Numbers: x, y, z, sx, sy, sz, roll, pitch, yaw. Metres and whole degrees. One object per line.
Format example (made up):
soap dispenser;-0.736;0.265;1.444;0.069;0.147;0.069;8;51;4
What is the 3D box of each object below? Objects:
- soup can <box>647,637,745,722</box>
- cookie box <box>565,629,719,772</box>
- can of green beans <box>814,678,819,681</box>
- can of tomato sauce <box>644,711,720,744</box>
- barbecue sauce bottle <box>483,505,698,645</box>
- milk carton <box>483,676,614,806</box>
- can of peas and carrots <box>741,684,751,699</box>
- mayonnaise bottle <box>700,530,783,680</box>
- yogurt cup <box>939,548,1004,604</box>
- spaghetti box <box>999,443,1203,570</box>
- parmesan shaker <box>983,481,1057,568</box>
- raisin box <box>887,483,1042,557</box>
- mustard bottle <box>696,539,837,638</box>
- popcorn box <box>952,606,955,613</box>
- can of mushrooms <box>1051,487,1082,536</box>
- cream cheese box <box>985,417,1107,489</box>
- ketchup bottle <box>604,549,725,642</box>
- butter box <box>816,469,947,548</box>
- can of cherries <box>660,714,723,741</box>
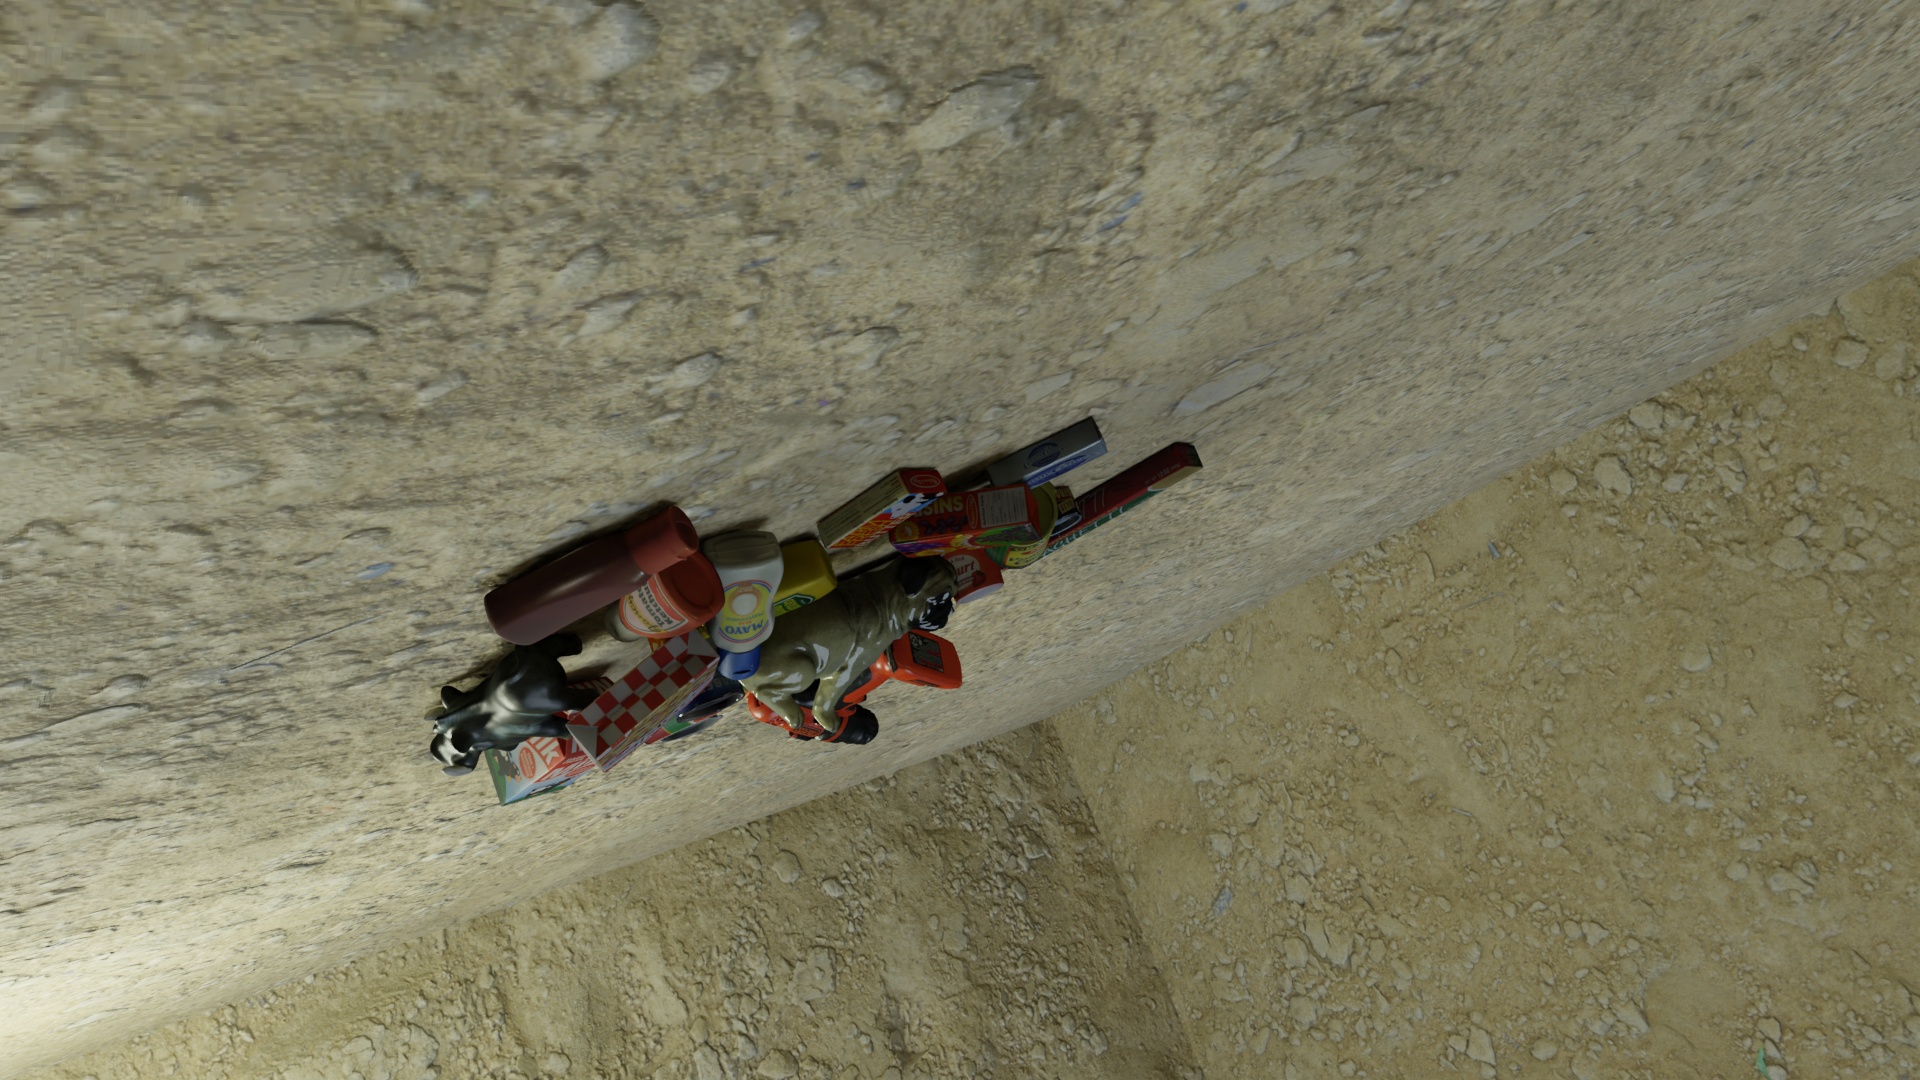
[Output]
soup can;-0.242;0.116;1.283;0.071;0.084;0.071;-22;167;-5
cookie box;-0.261;0.134;1.149;0.123;0.040;0.167;-41;178;-18
can of green beans;-0.145;0.127;1.503;0.071;0.058;0.071;-9;130;-10
can of tomato sauce;-0.296;0.162;1.427;0.083;0.071;0.071;-25;167;6
barbecue sauce bottle;-0.255;0.024;0.972;0.148;0.044;0.065;-26;167;11
milk carton;-0.389;0.190;1.355;0.072;0.073;0.189;-9;161;-47
can of peas and carrots;-0.204;0.126;1.455;0.071;0.059;0.071;-22;168;-5
mayonnaise bottle;-0.178;0.055;1.120;0.065;0.041;0.147;-8;139;-17
yogurt cup;0.011;0.032;1.456;0.072;0.054;0.072;-22;168;-5
spaghetti box;0.141;-0.033;1.476;0.249;0.029;0.050;-30;165;29
parmesan shaker;0.056;-0.017;1.307;0.071;0.071;0.103;-22;168;-6
raisin box;0.004;-0.015;1.210;0.123;0.040;0.086;-8;170;8
mustard bottle;-0.186;0.050;1.189;0.160;0.049;0.065;-23;164;2
popcorn box;-0.082;0.091;1.573;0.126;0.038;0.085;-27;166;19
can of mushrooms;0.088;-0.026;1.397;0.071;0.033;0.071;-21;167;-5
cream cheese box;0.076;-0.070;1.213;0.104;0.024;0.053;-25;166;8
ketchup bottle;-0.234;0.047;1.074;0.044;0.064;0.148;-35;-175;-35
butter box;-0.066;-0.026;1.145;0.103;0.024;0.053;-32;164;33
can of cherries;-0.299;0.177;1.501;0.071;0.058;0.071;-22;166;-6
